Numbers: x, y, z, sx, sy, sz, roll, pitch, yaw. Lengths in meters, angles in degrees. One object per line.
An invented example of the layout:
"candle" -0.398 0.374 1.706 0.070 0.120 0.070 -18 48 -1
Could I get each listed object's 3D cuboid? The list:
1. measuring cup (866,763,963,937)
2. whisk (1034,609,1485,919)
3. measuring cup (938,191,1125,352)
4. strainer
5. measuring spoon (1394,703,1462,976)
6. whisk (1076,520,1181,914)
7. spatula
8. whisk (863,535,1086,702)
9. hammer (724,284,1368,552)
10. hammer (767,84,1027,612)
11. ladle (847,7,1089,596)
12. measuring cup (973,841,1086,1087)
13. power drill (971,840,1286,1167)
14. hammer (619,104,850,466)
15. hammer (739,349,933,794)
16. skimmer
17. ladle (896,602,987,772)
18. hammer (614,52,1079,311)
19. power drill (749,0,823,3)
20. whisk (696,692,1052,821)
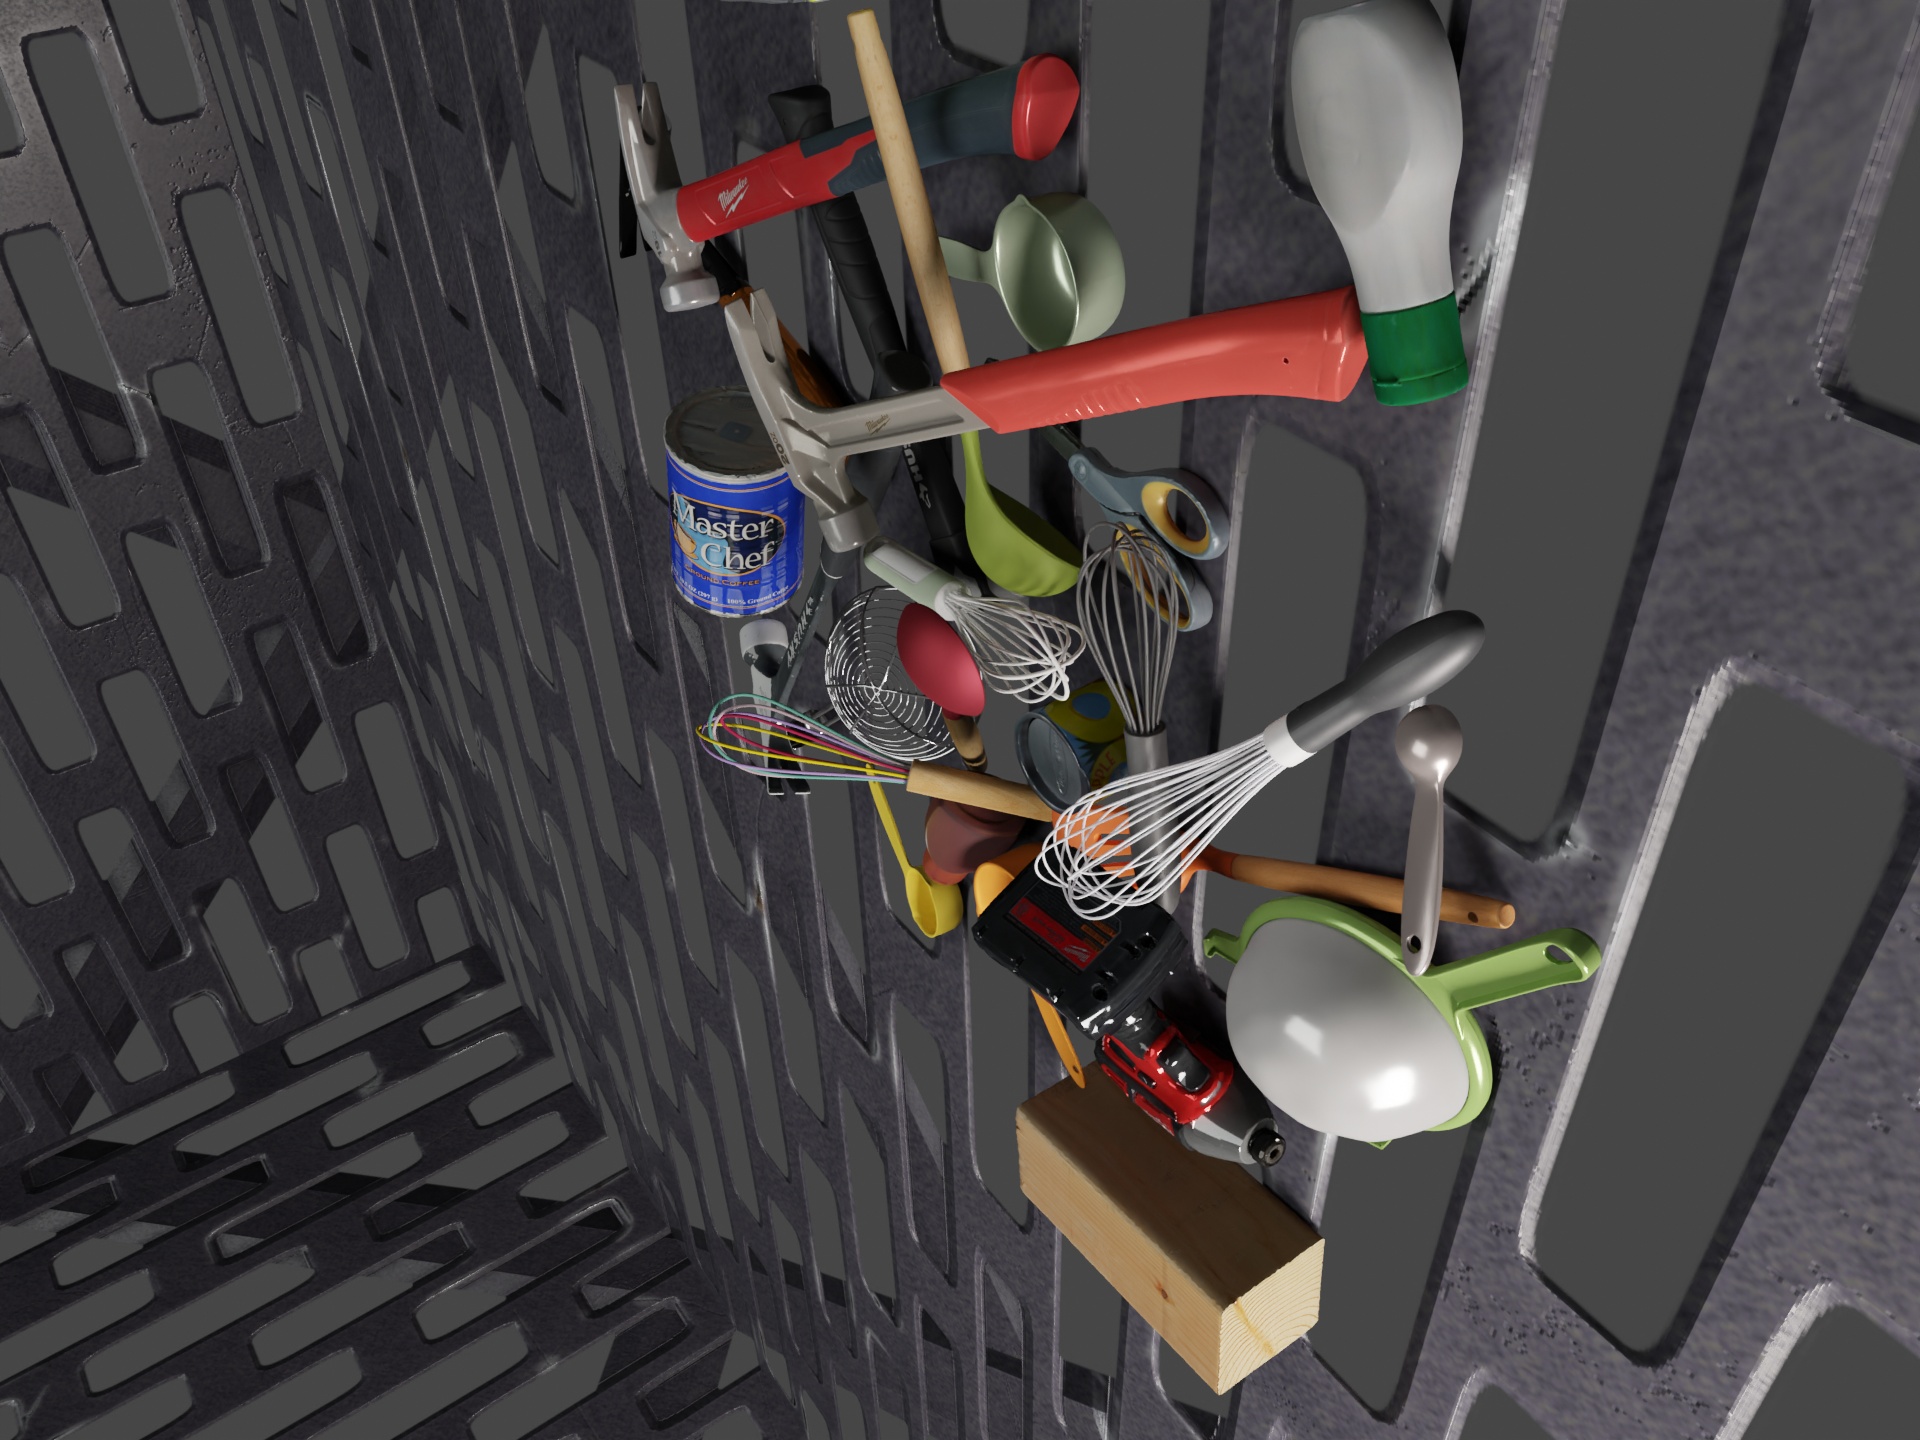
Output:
"measuring cup" -0.037 0.098 1.266 0.062 0.029 0.157 112 139 -56
"whisk" 0.135 0.024 0.766 0.284 0.070 0.070 -39 77 42
"measuring cup" 0.031 -0.241 0.830 0.168 0.038 0.083 38 145 55
"strainer" 0.207 0.152 0.771 0.151 0.069 0.256 50 153 3
"measuring spoon" 0.206 0.054 0.720 0.034 0.018 0.124 3 89 58
"whisk" 0.096 0.005 0.851 0.055 0.055 0.238 28 134 51
"spatula" 0.161 0.087 0.862 0.323 0.041 0.081 4 115 60
"whisk" -0.001 -0.068 0.928 0.247 0.058 0.059 38 160 55
"hammer" 0.031 -0.168 0.767 0.359 0.037 0.149 -1 119 44
"hammer" -0.048 -0.226 0.983 0.146 0.035 0.334 -2 110 61
"ladle" 0.004 -0.207 0.834 0.078 0.062 0.320 -109 1 -62
"measuring cup" 0.070 0.164 1.087 0.095 0.052 0.173 -2 113 62
"power drill" 0.109 0.180 0.937 0.143 0.078 0.219 33 164 49
"hammer" -0.151 -0.282 1.125 0.337 0.034 0.127 54 151 22
"hammer" -0.086 -0.092 1.026 0.408 0.036 0.149 122 143 -57
"skimmer" -0.075 -0.017 1.222 0.127 0.090 0.363 61 164 -2
"ladle" -0.002 -0.003 0.969 0.069 0.031 0.315 50 176 14
"hammer" -0.080 -0.327 0.893 0.386 0.038 0.143 6 113 51
"power drill" -0.106 -0.412 0.783 0.223 0.171 0.080 46 148 40
"whisk" -0.054 0.029 1.051 0.047 0.245 0.051 102 180 -76
